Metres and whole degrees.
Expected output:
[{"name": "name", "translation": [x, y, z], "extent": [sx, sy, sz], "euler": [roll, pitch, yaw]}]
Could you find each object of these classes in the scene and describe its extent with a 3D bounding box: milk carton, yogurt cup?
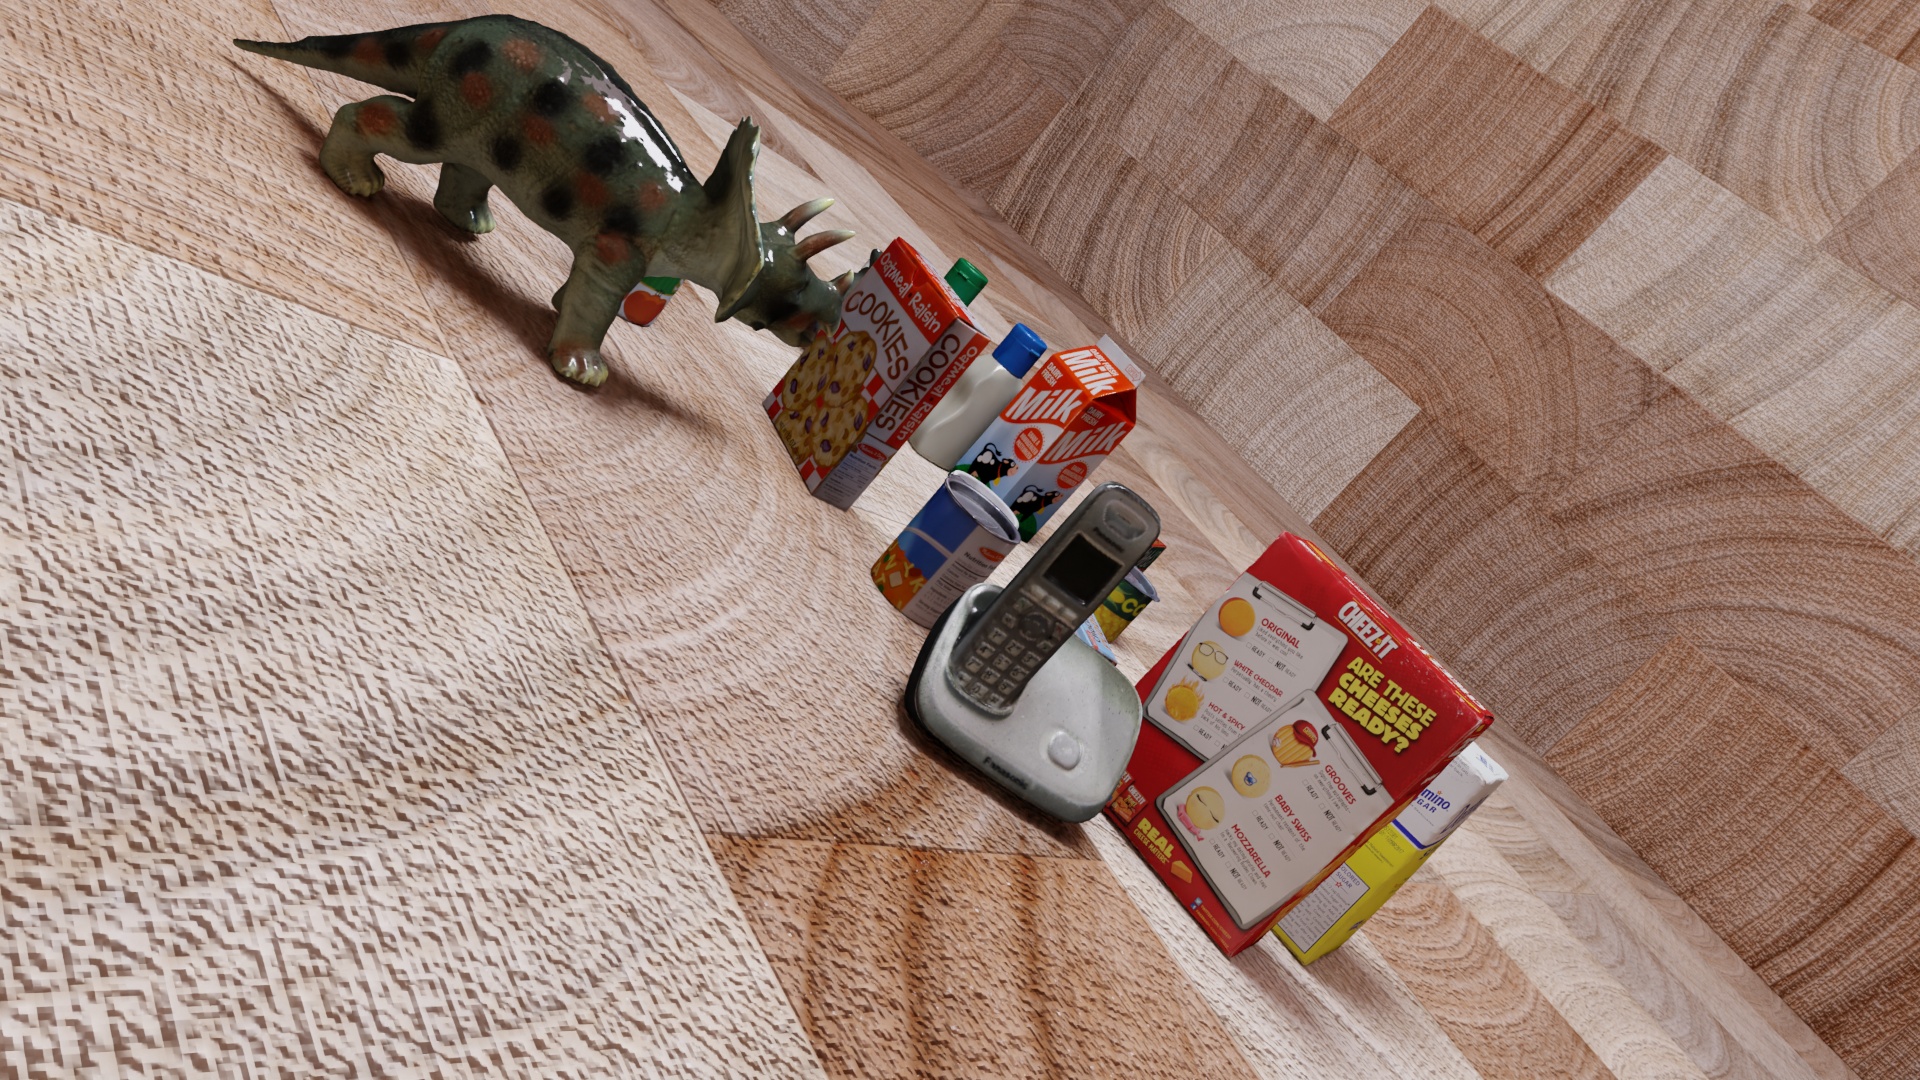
[{"name": "milk carton", "translation": [0.085, -0.096, 1.252], "extent": [0.073, 0.190, 0.072], "euler": [24, 23, -47]}, {"name": "yogurt cup", "translation": [0.004, -0.014, 1.094], "extent": [0.072, 0.054, 0.072], "euler": [38, 16, -13]}]

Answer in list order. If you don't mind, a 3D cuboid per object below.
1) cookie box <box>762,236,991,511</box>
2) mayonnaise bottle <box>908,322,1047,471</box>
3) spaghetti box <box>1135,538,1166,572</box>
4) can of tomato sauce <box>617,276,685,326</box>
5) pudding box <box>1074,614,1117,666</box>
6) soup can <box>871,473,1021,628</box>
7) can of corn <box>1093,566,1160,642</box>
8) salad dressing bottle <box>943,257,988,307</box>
[{"name": "cookie box", "translation": [-0.065, -0.123, 1.016], "extent": [0.040, 0.167, 0.123], "euler": [28, 21, -41]}, {"name": "mayonnaise bottle", "translation": [0.019, -0.132, 1.271], "extent": [0.064, 0.147, 0.041], "euler": [27, 21, -43]}, {"name": "spaghetti box", "translation": [0.143, 0.013, 1.354], "extent": [0.029, 0.050, 0.250], "euler": [46, 17, 18]}, {"name": "can of tomato sauce", "translation": [-0.228, -0.208, 1.016], "extent": [0.071, 0.083, 0.071], "euler": [38, 16, -13]}, {"name": "pudding box", "translation": [0.081, 0.078, 1.037], "extent": [0.030, 0.049, 0.084], "euler": [33, 18, -28]}, {"name": "soup can", "translation": [-0.012, 0.007, 0.947], "extent": [0.071, 0.083, 0.071], "euler": [38, 16, -13]}, {"name": "can of corn", "translation": [0.130, 0.049, 1.214], "extent": [0.071, 0.058, 0.071], "euler": [38, 16, -13]}, {"name": "salad dressing bottle", "translation": [-0.032, -0.208, 1.353], "extent": [0.064, 0.147, 0.044], "euler": [44, 15, 8]}]
